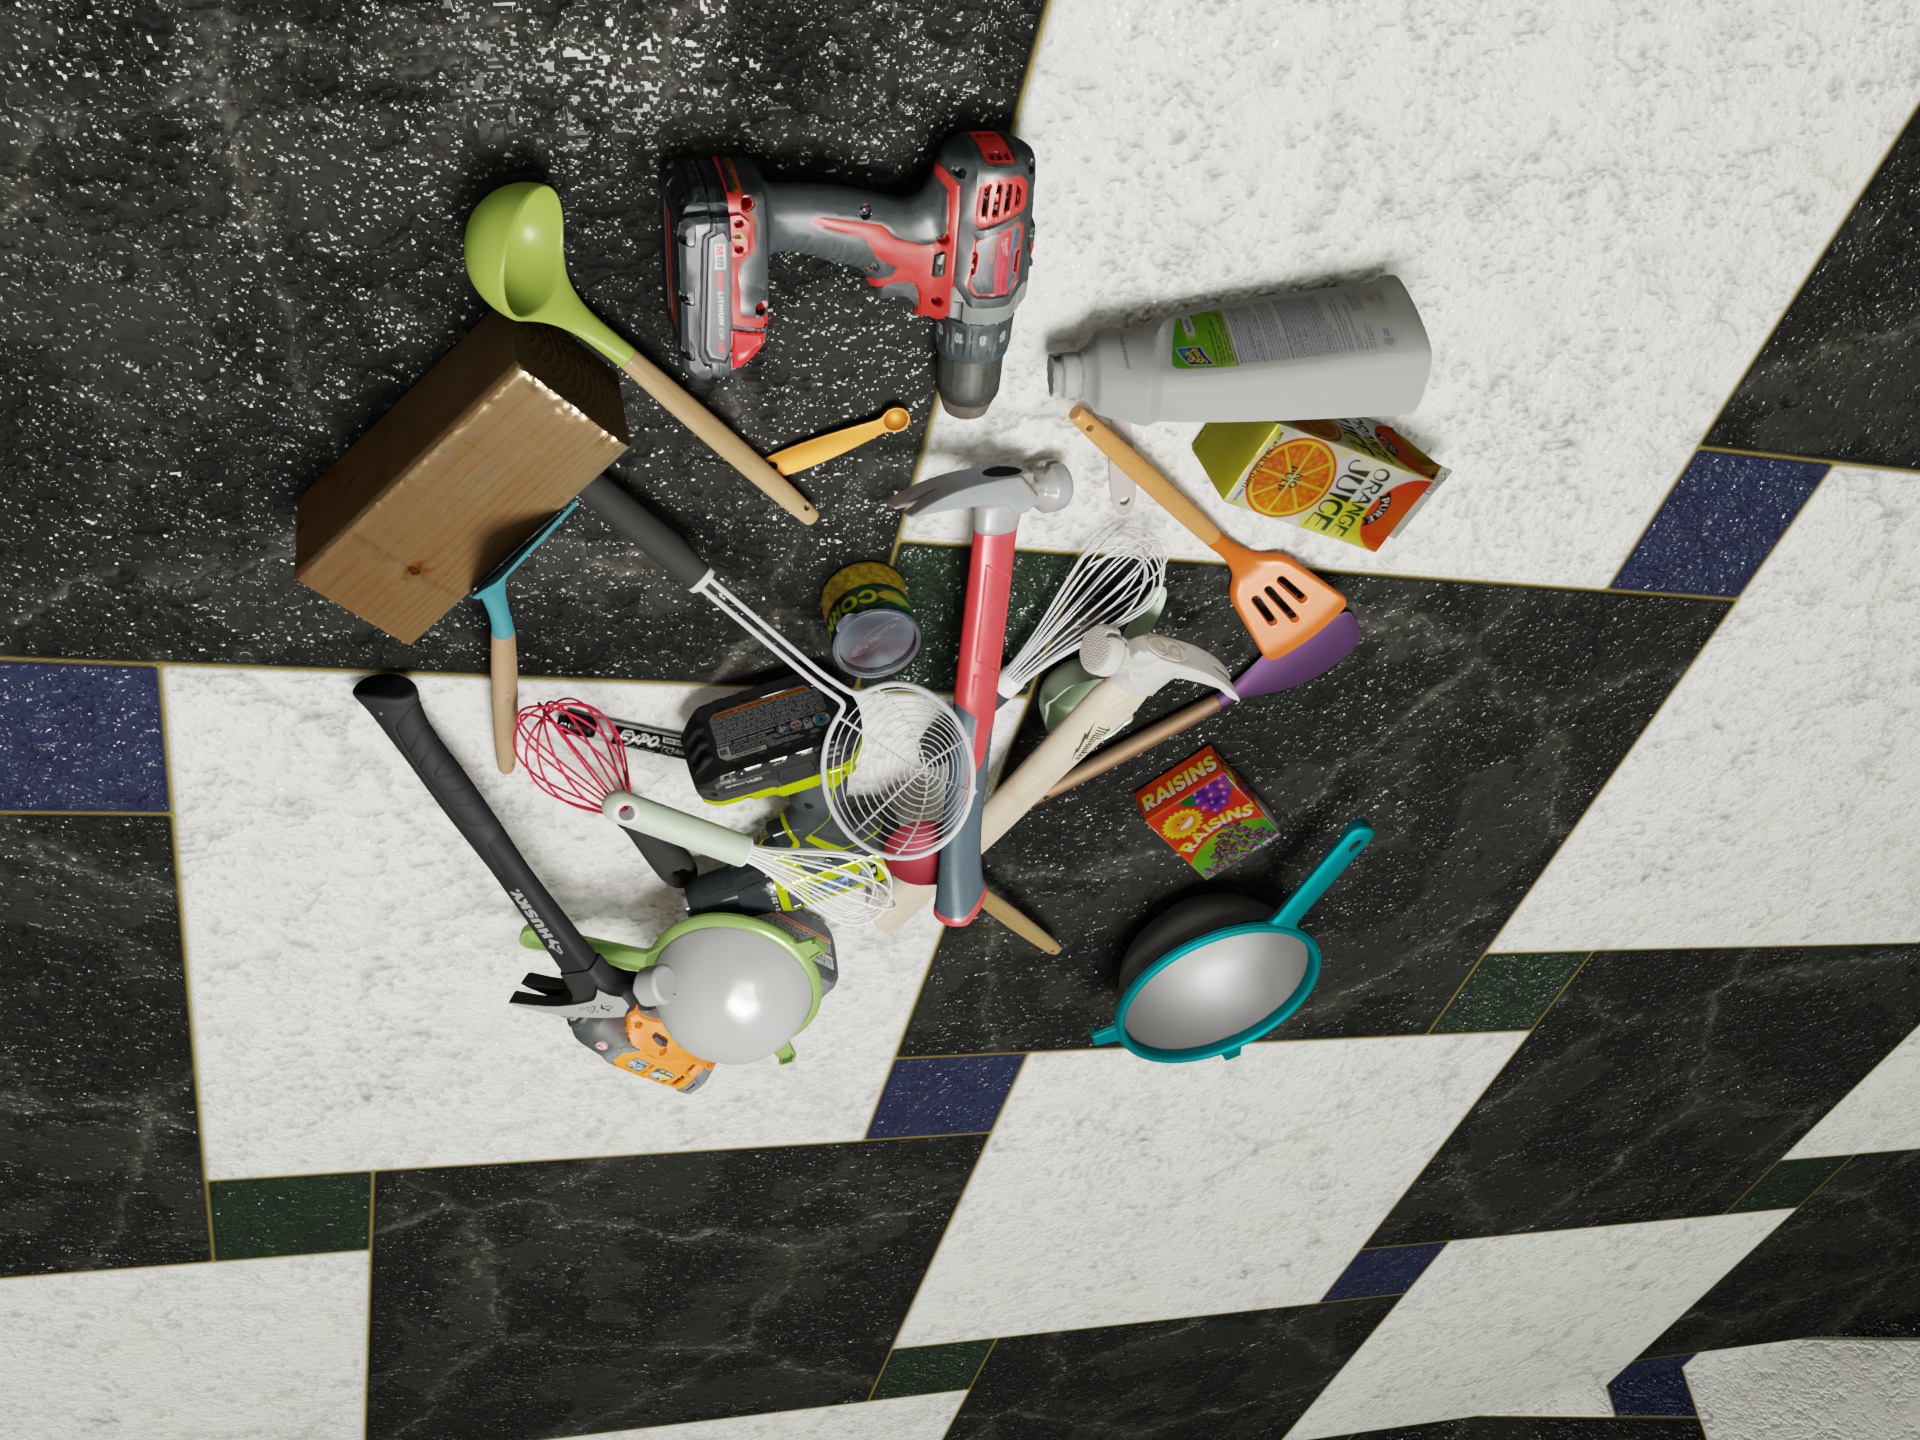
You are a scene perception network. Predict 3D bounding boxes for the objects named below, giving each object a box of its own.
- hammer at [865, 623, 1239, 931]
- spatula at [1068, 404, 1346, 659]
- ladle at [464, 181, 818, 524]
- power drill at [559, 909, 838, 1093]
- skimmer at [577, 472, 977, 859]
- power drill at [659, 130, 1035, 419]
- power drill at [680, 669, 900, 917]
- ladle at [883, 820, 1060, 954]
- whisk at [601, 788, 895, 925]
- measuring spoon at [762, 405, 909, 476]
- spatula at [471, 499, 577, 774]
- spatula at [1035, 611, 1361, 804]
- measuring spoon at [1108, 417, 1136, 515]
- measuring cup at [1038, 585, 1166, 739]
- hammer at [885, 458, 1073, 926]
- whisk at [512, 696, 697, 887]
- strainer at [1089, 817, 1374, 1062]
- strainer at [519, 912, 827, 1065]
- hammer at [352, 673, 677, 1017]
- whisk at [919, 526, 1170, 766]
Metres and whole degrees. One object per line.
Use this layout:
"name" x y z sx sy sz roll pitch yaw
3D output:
"hammer" 0.054 0.066 1.334 0.146 0.038 0.410 13 137 -34
"spatula" 0.182 -0.145 1.201 0.081 0.041 0.322 -38 136 20
"ladle" -0.185 -0.216 1.008 0.062 0.078 0.319 2 154 40
"power drill" -0.239 0.243 1.423 0.226 0.084 0.164 -37 131 23
"skimmer" -0.136 -0.045 1.095 0.127 0.090 0.363 -39 114 24
"power drill" -0.066 -0.266 0.989 0.226 0.080 0.187 -8 135 -15
"power drill" -0.147 0.076 1.279 0.190 0.080 0.228 -18 142 -8
"ladle" 0.024 0.159 1.406 0.069 0.031 0.315 -29 147 13
"whisk" -0.156 0.101 1.206 0.246 0.059 0.058 23 99 -24
"measuring spoon" -0.091 -0.193 1.099 0.117 0.011 0.021 -20 136 6
"spatula" -0.309 -0.040 1.102 0.044 0.082 0.317 30 146 5
"spatula" 0.200 -0.004 1.368 0.316 0.018 0.059 -28 136 8
"measuring spoon" 0.119 -0.194 1.156 0.034 0.018 0.124 -14 136 -5
"measuring cup" 0.119 -0.051 1.283 0.083 0.038 0.167 10 127 -26
"hammer" -0.002 -0.004 1.198 0.143 0.038 0.386 -15 126 -33
"whisk" -0.265 0.066 1.239 0.073 0.073 0.295 -20 148 2
"strainer" 0.269 0.191 1.528 0.210 0.095 0.340 14 125 -32
"strainer" -0.244 0.223 1.314 0.256 0.069 0.151 15 125 -5
"hammer" -0.356 0.103 1.215 0.146 0.035 0.334 -12 122 27
"whisk" 0.058 -0.051 1.254 0.070 0.070 0.284 24 126 -35
